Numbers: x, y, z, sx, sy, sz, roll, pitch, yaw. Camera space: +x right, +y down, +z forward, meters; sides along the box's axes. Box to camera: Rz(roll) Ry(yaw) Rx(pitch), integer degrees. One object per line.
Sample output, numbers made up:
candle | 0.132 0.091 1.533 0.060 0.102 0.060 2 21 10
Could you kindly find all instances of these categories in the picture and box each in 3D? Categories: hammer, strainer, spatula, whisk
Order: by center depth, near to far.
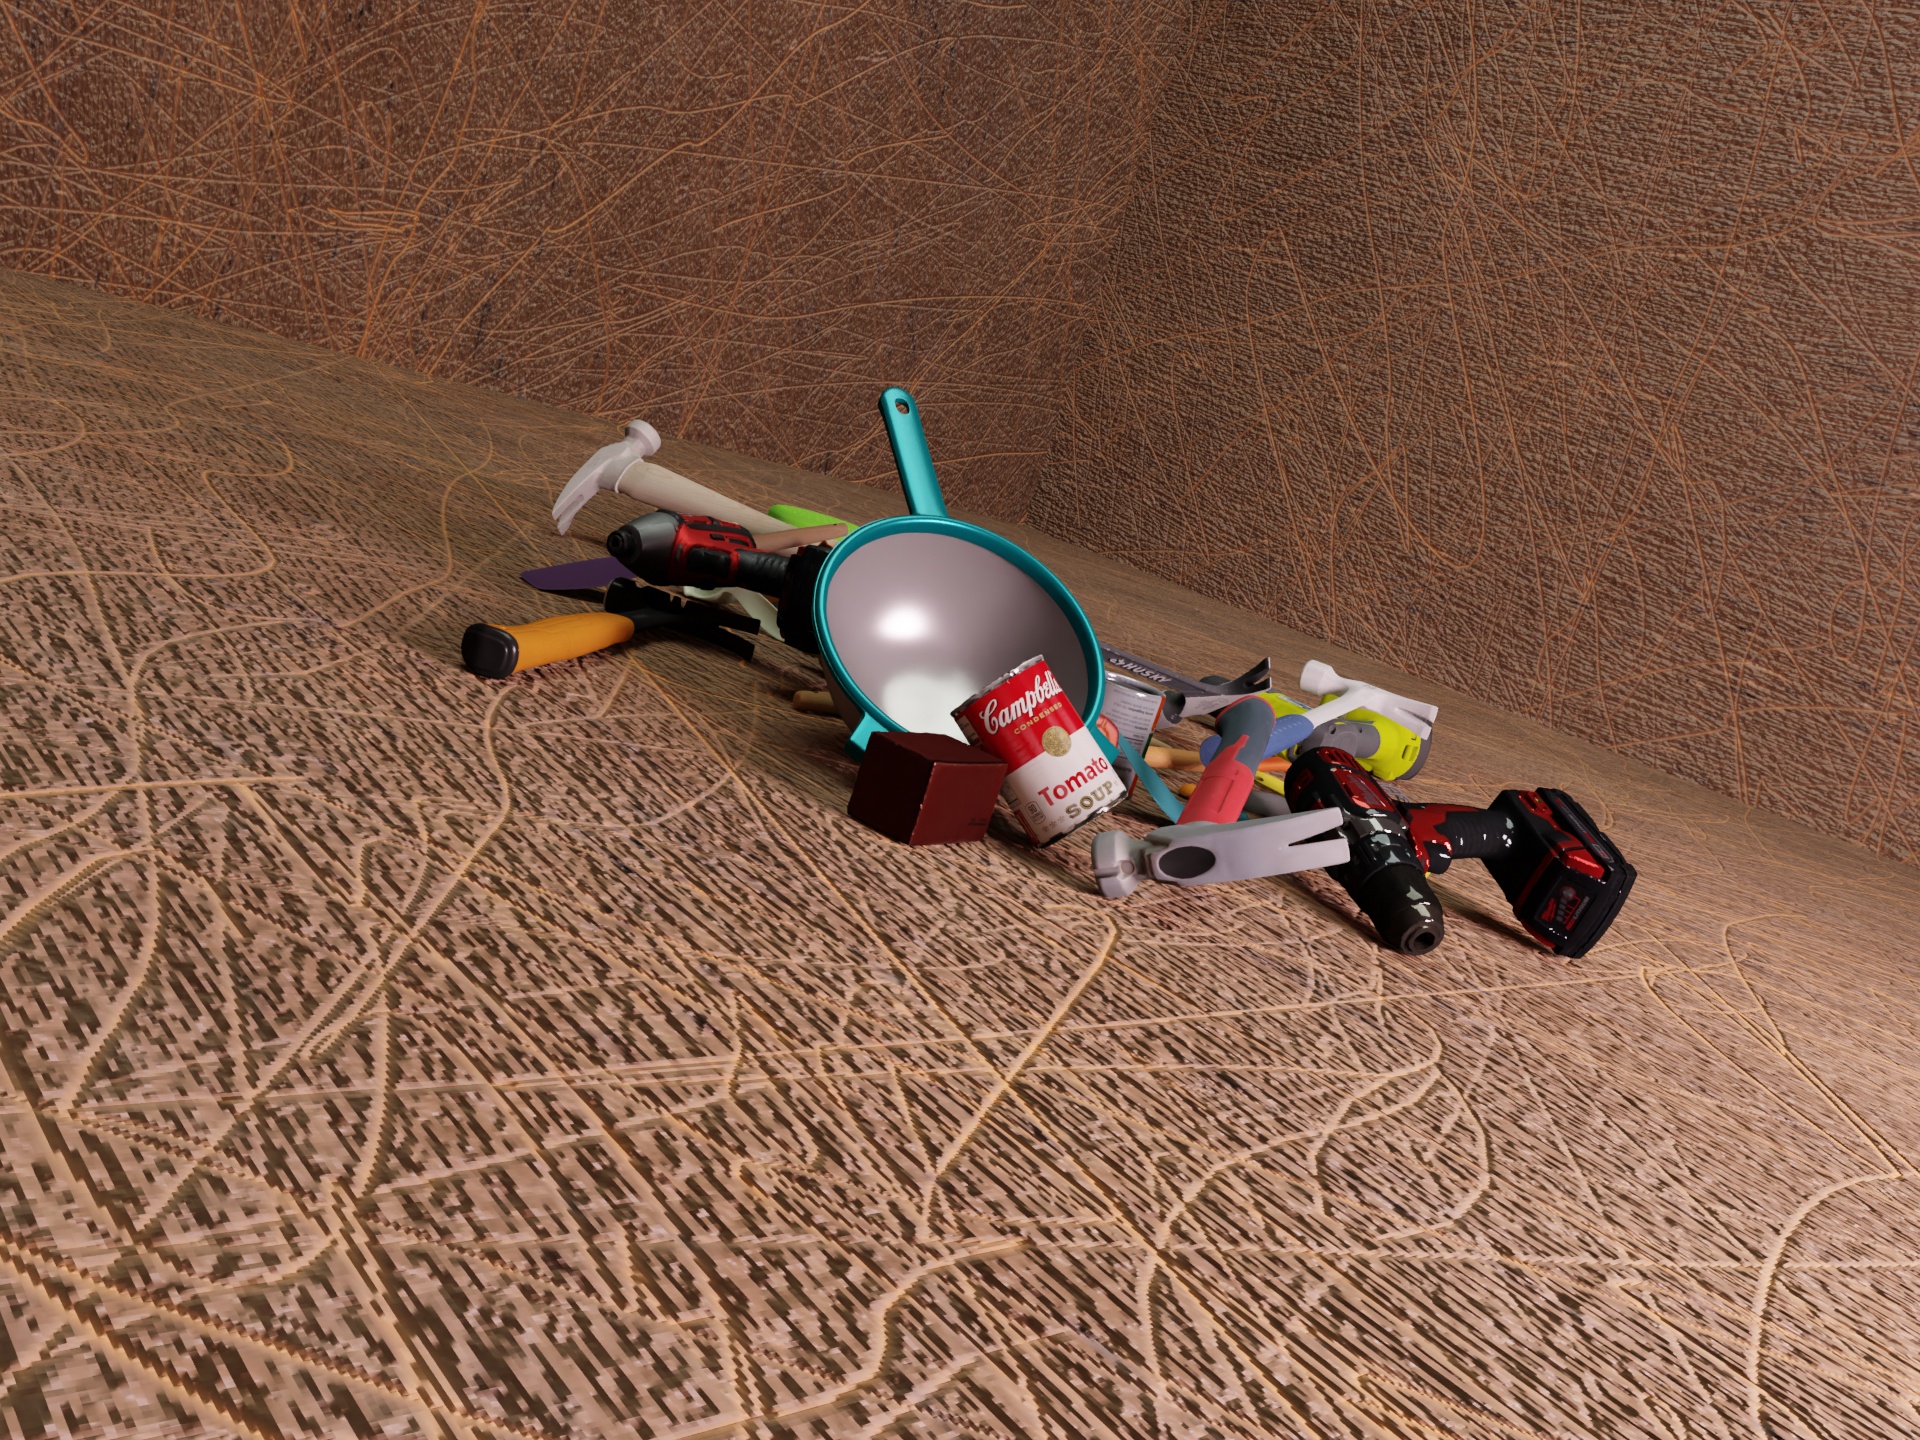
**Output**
hammer | 0.195 0.036 1.065 0.143 0.038 0.386 -10 9 18
strainer | -0.027 -0.085 1.123 0.211 0.095 0.341 3 54 -26
hammer | -0.249 -0.061 1.123 0.127 0.034 0.337 18 11 7
spatula | 0.239 0.074 1.202 0.317 0.044 0.082 13 31 -31
whisk | 0.284 0.072 1.283 0.238 0.055 0.055 5 16 -35
spatula | 0.214 0.046 1.366 0.322 0.041 0.081 7 16 -29
spatula | -0.229 -0.144 1.390 0.316 0.018 0.060 -15 32 -37
hammer | 0.115 -0.066 1.397 0.149 0.036 0.408 -17 -25 41
hammer | 0.321 0.003 1.458 0.144 0.035 0.405 23 19 26
hammer | -0.205 -0.179 1.532 0.411 0.146 0.038 23 -30 24

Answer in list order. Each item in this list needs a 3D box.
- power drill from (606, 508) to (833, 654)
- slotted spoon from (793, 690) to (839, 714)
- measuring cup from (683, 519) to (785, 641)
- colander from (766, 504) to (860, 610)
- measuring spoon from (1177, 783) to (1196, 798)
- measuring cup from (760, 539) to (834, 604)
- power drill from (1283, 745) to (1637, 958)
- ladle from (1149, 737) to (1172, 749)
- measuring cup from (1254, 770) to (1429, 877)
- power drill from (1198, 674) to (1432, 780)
power drill | -0.163 -0.115 1.239 0.220 0.078 0.143 19 11 31
slotted spoon | -0.002 -0.004 1.253 0.313 0.031 0.070 5 10 -41
measuring cup | -0.192 -0.118 1.450 0.168 0.083 0.038 44 12 32
colander | -0.103 -0.135 1.561 0.204 0.094 0.397 8 14 -42
measuring spoon | 0.231 0.069 1.297 0.117 0.011 0.021 15 11 -15
measuring cup | -0.140 -0.107 1.458 0.052 0.095 0.174 24 -14 -31
power drill | 0.348 0.102 1.099 0.226 0.080 0.188 11 29 -19
ladle | 0.041 -0.030 1.385 0.320 0.078 0.062 23 7 -7
measuring cup | 0.276 0.083 1.192 0.156 0.029 0.062 29 27 14
power drill | 0.375 0.003 1.693 0.228 0.080 0.191 4 18 -43
